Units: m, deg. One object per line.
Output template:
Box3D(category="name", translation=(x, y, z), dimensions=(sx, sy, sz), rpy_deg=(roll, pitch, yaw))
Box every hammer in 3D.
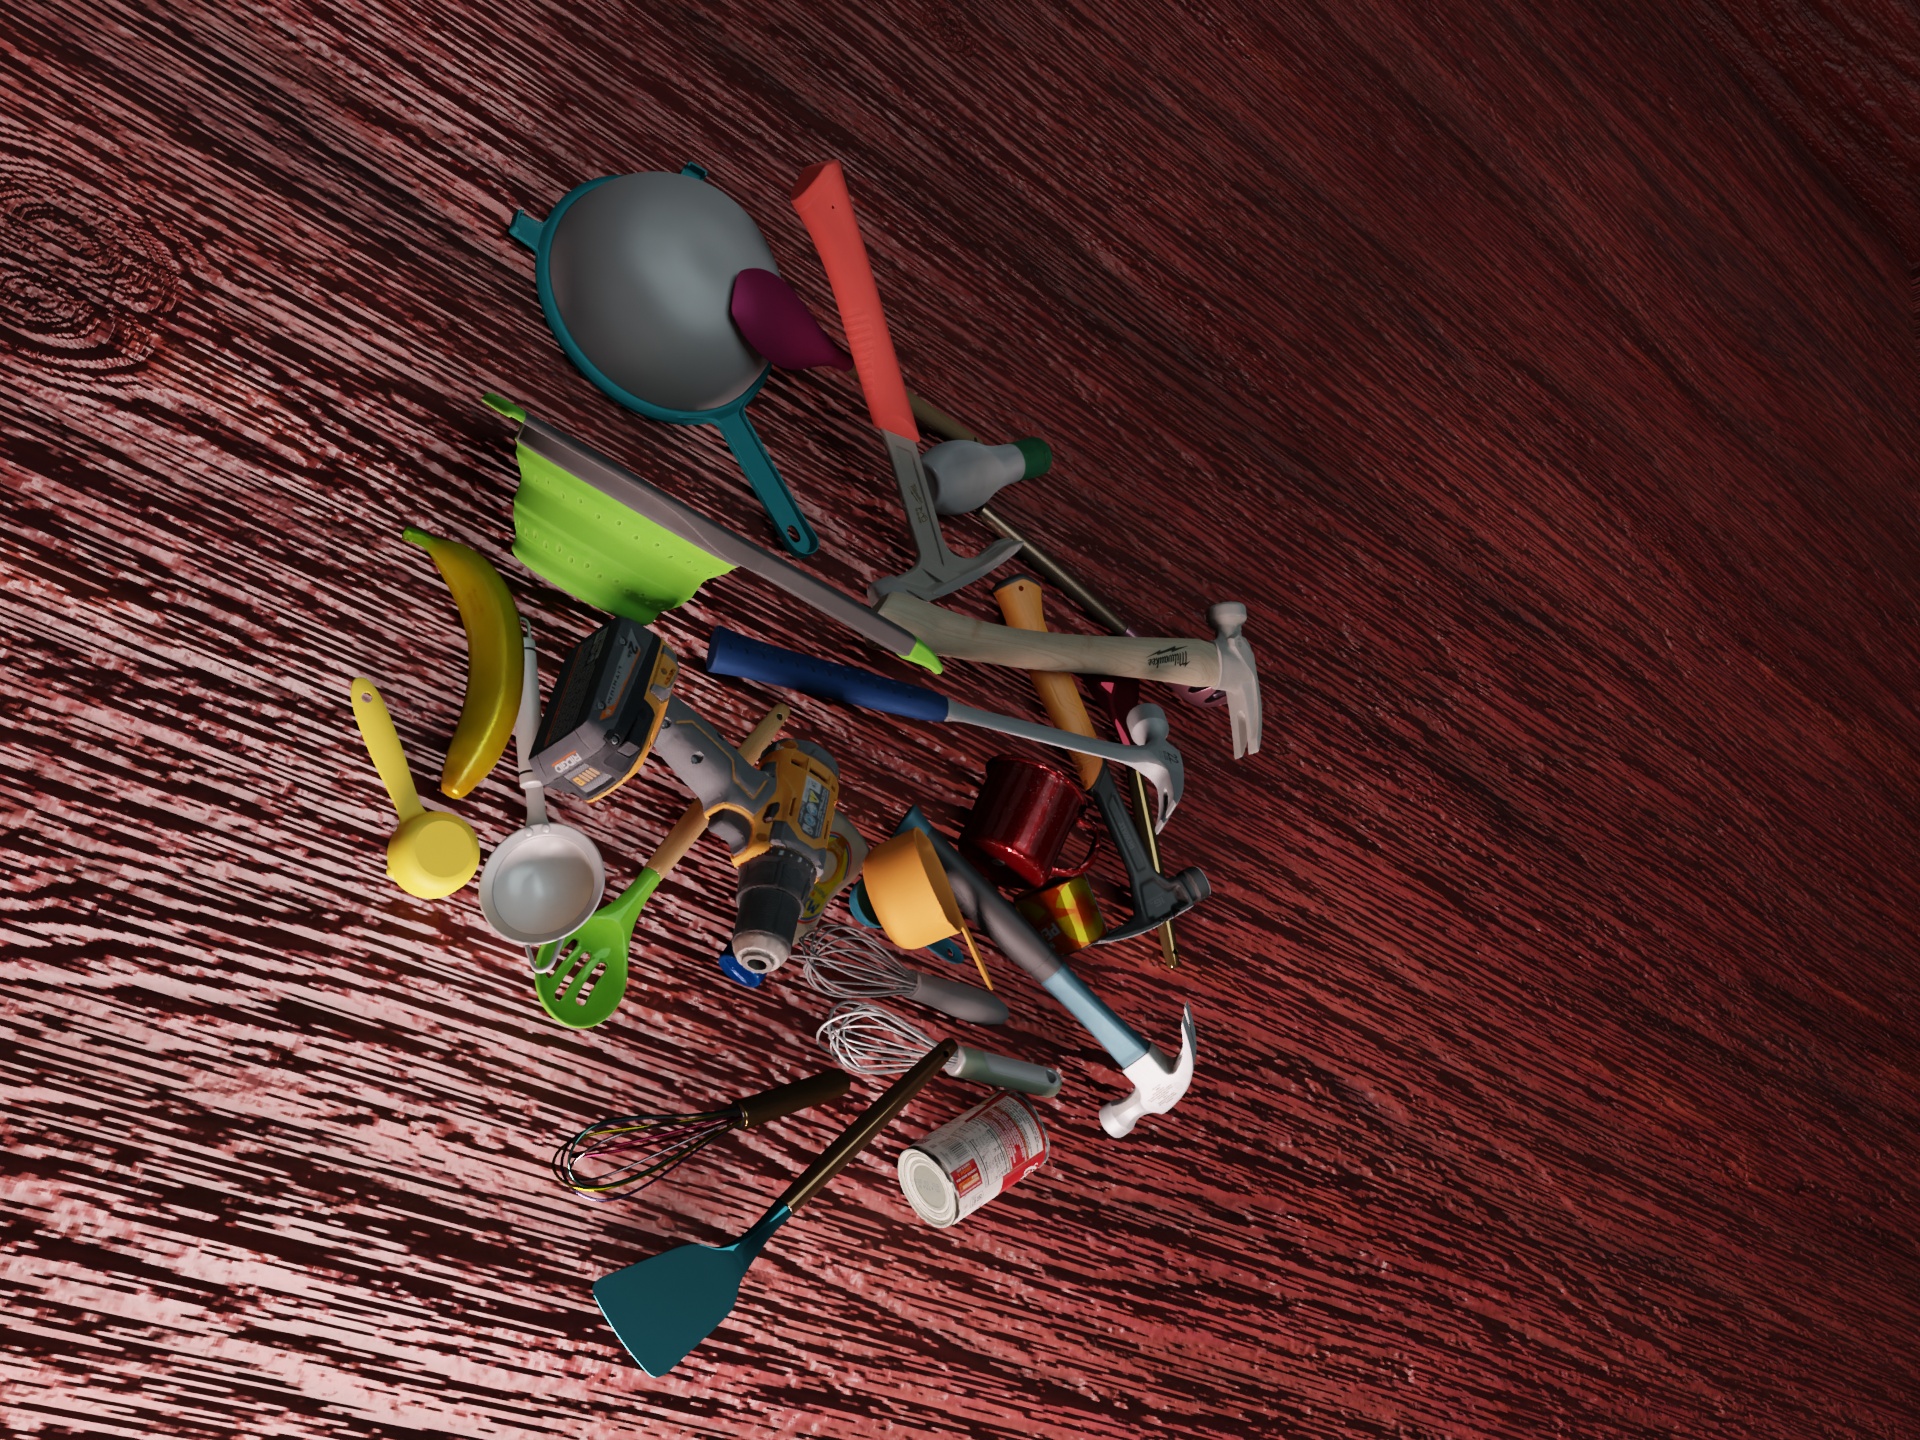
Box3D(category="hammer", translation=(-0.054, -0.272, 1.290), dimensions=(0.149, 0.037, 0.358), rpy_deg=(-29, 116, -26))
Box3D(category="hammer", translation=(0.104, 0.029, 1.411), dimensions=(0.127, 0.034, 0.337), rpy_deg=(-23, 89, -27))
Box3D(category="hammer", translation=(0.064, 0.197, 1.298), dimensions=(0.331, 0.128, 0.033), rpy_deg=(45, 26, -7))
Box3D(category="hammer", translation=(0.100, -0.050, 1.387), dimensions=(0.410, 0.038, 0.146), rpy_deg=(4, 72, -33))
Box3D(category="hammer", translation=(-0.002, -0.004, 1.270), dimensions=(0.405, 0.035, 0.144), rpy_deg=(14, 34, -18))

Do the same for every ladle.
Box3D(category="ladle", translation=(0.163, 0.071, 1.461), dimensions=(0.069, 0.031, 0.315), rpy_deg=(-7, 83, -38))

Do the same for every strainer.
Box3D(category="strainer", translation=(-0.184, -0.290, 1.247), dimensions=(0.211, 0.095, 0.340), rpy_deg=(-34, 97, -40))
Box3D(category="strainer", translation=(-0.292, 0.049, 1.098), dimensions=(0.087, 0.050, 0.259), rpy_deg=(-10, 74, 0))

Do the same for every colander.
Box3D(category="colander", translation=(-0.185, -0.096, 1.164), dimensions=(0.396, 0.205, 0.094), rpy_deg=(29, 92, -30))

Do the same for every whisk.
Box3D(category="whisk", translation=(-0.010, 0.265, 1.253), dimensions=(0.246, 0.059, 0.058), rpy_deg=(22, 36, -36))
Box3D(category="whisk", translation=(-0.040, 0.205, 1.231), dimensions=(0.238, 0.055, 0.055), rpy_deg=(28, 60, -44))
Box3D(category="whisk", translation=(-0.177, 0.282, 1.122), dimensions=(0.245, 0.047, 0.051), rpy_deg=(-8, 94, -44))

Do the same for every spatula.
Box3D(category="spatula", translation=(-0.114, 0.328, 1.137), dimensions=(0.317, 0.044, 0.082), rpy_deg=(-38, 101, -35))

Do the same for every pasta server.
Box3D(category="pasta server", translation=(0.138, -0.105, 1.485), dimensions=(0.316, 0.040, 0.060), rpy_deg=(38, 26, -22))

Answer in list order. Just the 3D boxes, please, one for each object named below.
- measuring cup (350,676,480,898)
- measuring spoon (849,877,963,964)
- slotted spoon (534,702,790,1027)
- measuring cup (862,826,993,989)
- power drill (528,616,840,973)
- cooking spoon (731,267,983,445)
Box3D(category="measuring cup", translation=(-0.364, 0.042, 1.048), dimensions=(0.062, 0.029, 0.156), rpy_deg=(-24, 94, -40))
Box3D(category="measuring spoon", translation=(-0.046, 0.167, 1.276), dimensions=(0.128, 0.021, 0.042), rpy_deg=(38, 41, -34))
Box3D(category="slotted spoon", translation=(-0.209, 0.095, 1.159), dimensions=(0.070, 0.031, 0.314), rpy_deg=(48, 51, -18))
Box3D(category="measuring cup", translation=(-0.025, 0.162, 1.244), dimensions=(0.095, 0.052, 0.173), rpy_deg=(-105, 172, -54))
Box3D(category="power drill", translation=(-0.184, 0.056, 1.105), dimensions=(0.226, 0.084, 0.186), rpy_deg=(38, 41, -30))
Box3D(category="cooking spoon", translation=(-0.077, -0.287, 1.324), dimensions=(0.318, 0.017, 0.069), rpy_deg=(22, 71, -51))
